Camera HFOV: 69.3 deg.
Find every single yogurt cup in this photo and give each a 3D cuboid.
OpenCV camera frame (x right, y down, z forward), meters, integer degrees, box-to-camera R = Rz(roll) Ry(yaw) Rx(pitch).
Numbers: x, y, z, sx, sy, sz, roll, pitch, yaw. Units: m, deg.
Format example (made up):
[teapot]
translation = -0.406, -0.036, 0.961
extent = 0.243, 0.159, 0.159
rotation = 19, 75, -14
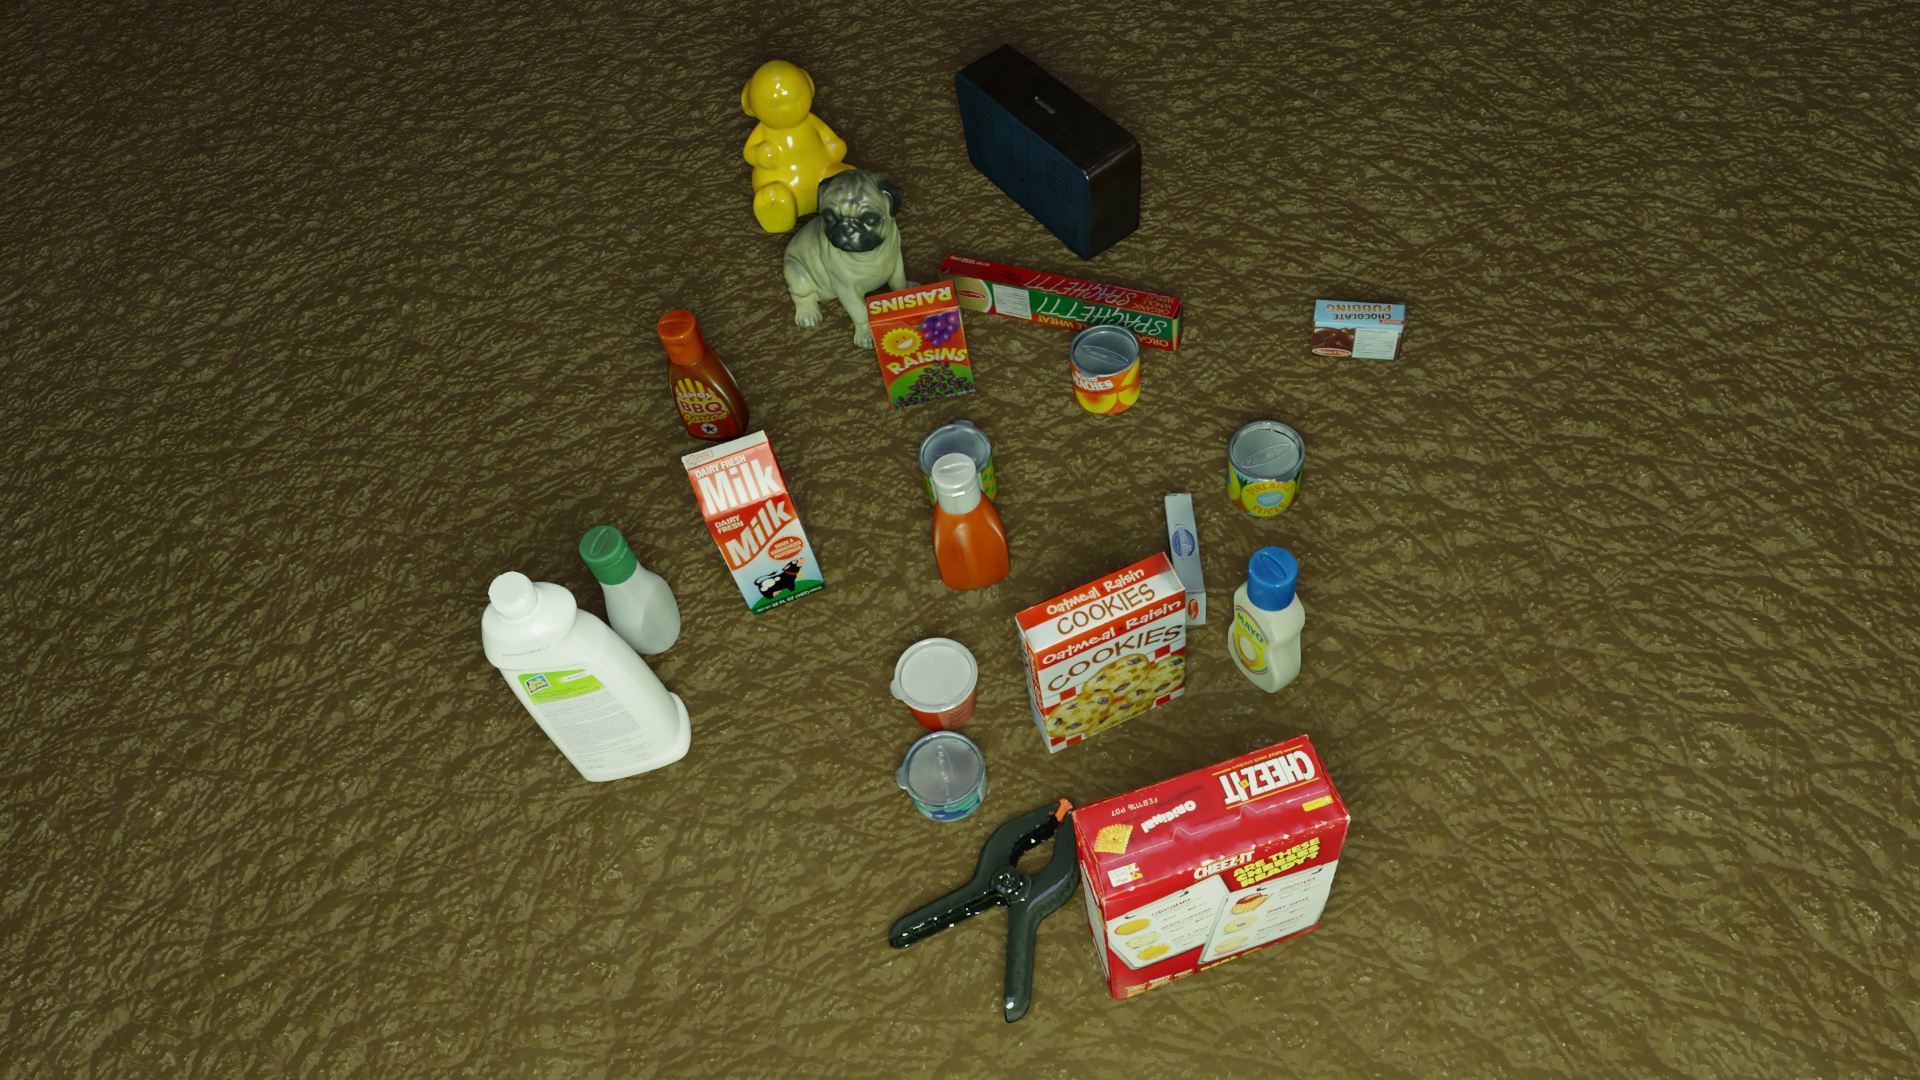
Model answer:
[yogurt cup]
translation = -0.017, 0.122, 1.143
extent = 0.072, 0.053, 0.073
rotation = -4, 55, 6

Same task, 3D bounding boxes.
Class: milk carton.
[milk carton]
translation = -0.177, -0.024, 1.185
extent = 0.072, 0.189, 0.074
rotation = -20, 55, -5

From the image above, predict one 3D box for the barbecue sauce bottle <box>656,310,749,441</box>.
[barbecue sauce bottle]
translation = -0.248, -0.155, 1.314
extent = 0.065, 0.147, 0.044
rotation = 2, 56, 10

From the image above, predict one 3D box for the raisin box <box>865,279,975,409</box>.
[raisin box]
translation = -0.037, -0.184, 1.318
extent = 0.086, 0.122, 0.040
rotation = -11, 55, 1

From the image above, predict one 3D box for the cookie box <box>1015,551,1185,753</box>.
[cookie box]
translation = 0.111, 0.089, 1.077
extent = 0.123, 0.166, 0.040
rotation = -23, 55, -7

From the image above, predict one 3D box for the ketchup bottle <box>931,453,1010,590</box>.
[ketchup bottle]
translation = 0.004, -0.015, 1.177
extent = 0.065, 0.148, 0.044
rotation = -13, 55, 0

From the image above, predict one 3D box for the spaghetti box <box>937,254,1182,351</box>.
[spaghetti box]
translation = 0.099, -0.236, 1.378
extent = 0.250, 0.050, 0.029
rotation = 15, 59, 18

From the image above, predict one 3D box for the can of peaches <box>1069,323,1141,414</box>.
[can of peaches]
translation = 0.136, -0.160, 1.314
extent = 0.071, 0.057, 0.071
rotation = -4, 55, 6

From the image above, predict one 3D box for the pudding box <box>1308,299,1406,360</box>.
[pudding box]
translation = 0.374, -0.198, 1.310
extent = 0.084, 0.049, 0.030
rotation = 5, 56, 12

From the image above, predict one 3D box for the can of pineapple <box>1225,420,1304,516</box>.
[can of pineapple]
translation = 0.268, -0.061, 1.225
extent = 0.071, 0.057, 0.071
rotation = -4, 55, 6

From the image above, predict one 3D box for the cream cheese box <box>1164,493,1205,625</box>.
[cream cheese box]
translation = 0.191, 0.016, 1.185
extent = 0.024, 0.053, 0.104
rotation = -5, 55, 5

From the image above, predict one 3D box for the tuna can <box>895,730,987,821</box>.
[tuna can]
translation = -0.014, 0.189, 1.108
extent = 0.071, 0.032, 0.071
rotation = -4, 55, 6

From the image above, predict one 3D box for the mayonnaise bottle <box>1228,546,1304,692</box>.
[mayonnaise bottle]
translation = 0.241, 0.060, 1.089
extent = 0.041, 0.147, 0.065
rotation = -31, 57, -13

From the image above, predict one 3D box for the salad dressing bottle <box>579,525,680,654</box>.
[salad dressing bottle]
translation = -0.281, 0.042, 1.181
extent = 0.044, 0.147, 0.064
rotation = 11, 58, 16

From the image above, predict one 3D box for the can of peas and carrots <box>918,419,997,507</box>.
[can of peas and carrots]
translation = -0.001, -0.065, 1.269
extent = 0.071, 0.058, 0.071
rotation = -4, 55, 6
